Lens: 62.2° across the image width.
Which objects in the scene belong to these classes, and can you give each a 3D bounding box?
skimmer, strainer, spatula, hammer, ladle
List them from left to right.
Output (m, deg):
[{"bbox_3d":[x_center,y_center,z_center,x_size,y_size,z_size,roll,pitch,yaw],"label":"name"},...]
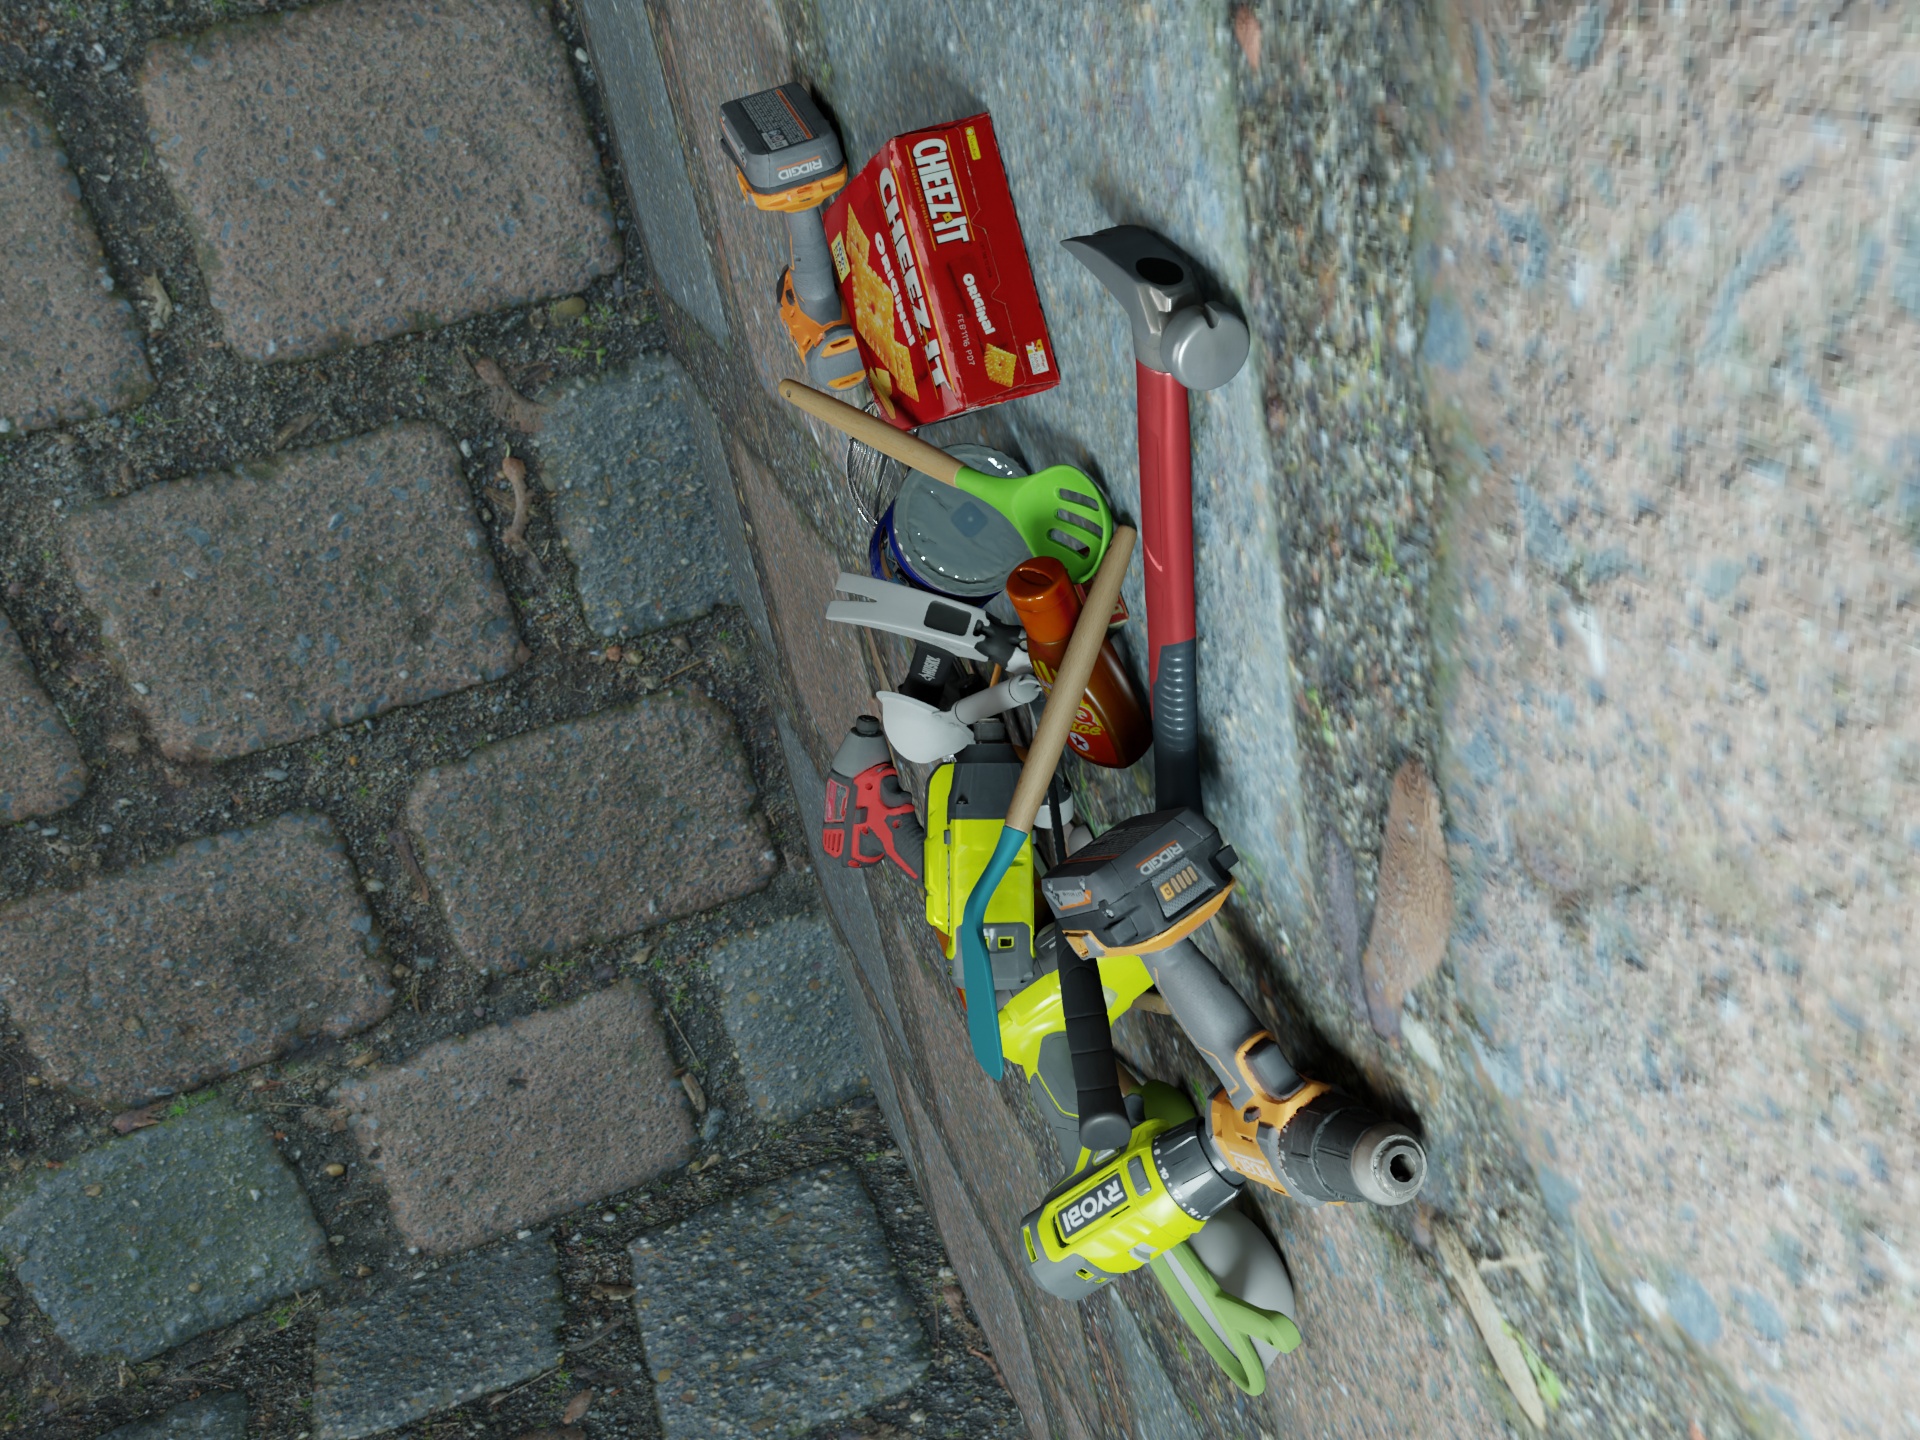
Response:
[{"bbox_3d":[-0.031,-0.034,1.205,0.334,0.146,0.035,117,172,-77],"label":"hammer"},{"bbox_3d":[-0.002,-0.004,1.135,0.258,0.086,0.050,-22,42,65],"label":"strainer"},{"bbox_3d":[0.004,-0.099,1.297,0.363,0.090,0.127,63,171,-11],"label":"skimmer"},{"bbox_3d":[0.050,0.041,0.899,0.082,0.044,0.317,174,117,-80],"label":"spatula"},{"bbox_3d":[0.071,0.114,1.034,0.409,0.036,0.149,-95,-2,-57],"label":"hammer"},{"bbox_3d":[0.123,0.296,1.290,0.320,0.062,0.078,-161,67,-79],"label":"ladle"},{"bbox_3d":[0.107,-0.068,0.858,0.143,0.038,0.385,-120,16,-48],"label":"hammer"},{"bbox_3d":[0.189,0.367,1.041,0.151,0.069,0.256,58,167,6],"label":"strainer"}]

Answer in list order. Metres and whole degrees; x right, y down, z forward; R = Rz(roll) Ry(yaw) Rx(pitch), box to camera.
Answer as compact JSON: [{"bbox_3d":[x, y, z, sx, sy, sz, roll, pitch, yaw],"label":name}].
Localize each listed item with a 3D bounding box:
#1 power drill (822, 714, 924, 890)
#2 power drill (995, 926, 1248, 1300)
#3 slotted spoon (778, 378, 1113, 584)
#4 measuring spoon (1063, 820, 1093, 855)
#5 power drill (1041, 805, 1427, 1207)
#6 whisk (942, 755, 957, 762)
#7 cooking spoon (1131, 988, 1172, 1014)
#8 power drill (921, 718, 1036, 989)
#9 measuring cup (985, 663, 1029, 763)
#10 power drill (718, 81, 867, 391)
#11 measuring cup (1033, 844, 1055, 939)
[{"bbox_3d":[-0.041,0.089,1.412,0.220,0.078,0.143,26,116,44],"label":"power drill"},{"bbox_3d":[0.107,0.246,1.069,0.080,0.190,0.229,34,-154,-40],"label":"power drill"},{"bbox_3d":[-0.015,-0.167,1.016,0.314,0.031,0.070,32,122,36],"label":"slotted spoon"},{"bbox_3d":[0.080,0.088,1.258,0.124,0.018,0.034,-144,37,-71],"label":"measuring spoon"},{"bbox_3d":[0.149,0.160,0.852,0.226,0.084,0.185,58,165,-1],"label":"power drill"},{"bbox_3d":[-0.002,0.058,1.508,0.070,0.070,0.284,-161,58,-75],"label":"whisk"},{"bbox_3d":[0.085,0.207,1.271,0.068,0.017,0.319,63,158,-10],"label":"cooking spoon"},{"bbox_3d":[0.016,0.087,1.106,0.223,0.080,0.171,145,124,-86],"label":"power drill"},{"bbox_3d":[0.039,0.020,1.255,0.095,0.052,0.173,-52,-25,-74],"label":"measuring cup"},{"bbox_3d":[-0.138,-0.413,1.351,0.226,0.084,0.164,79,167,-48],"label":"power drill"},{"bbox_3d":[0.073,0.169,1.359,0.083,0.038,0.168,96,151,-63],"label":"measuring cup"}]
